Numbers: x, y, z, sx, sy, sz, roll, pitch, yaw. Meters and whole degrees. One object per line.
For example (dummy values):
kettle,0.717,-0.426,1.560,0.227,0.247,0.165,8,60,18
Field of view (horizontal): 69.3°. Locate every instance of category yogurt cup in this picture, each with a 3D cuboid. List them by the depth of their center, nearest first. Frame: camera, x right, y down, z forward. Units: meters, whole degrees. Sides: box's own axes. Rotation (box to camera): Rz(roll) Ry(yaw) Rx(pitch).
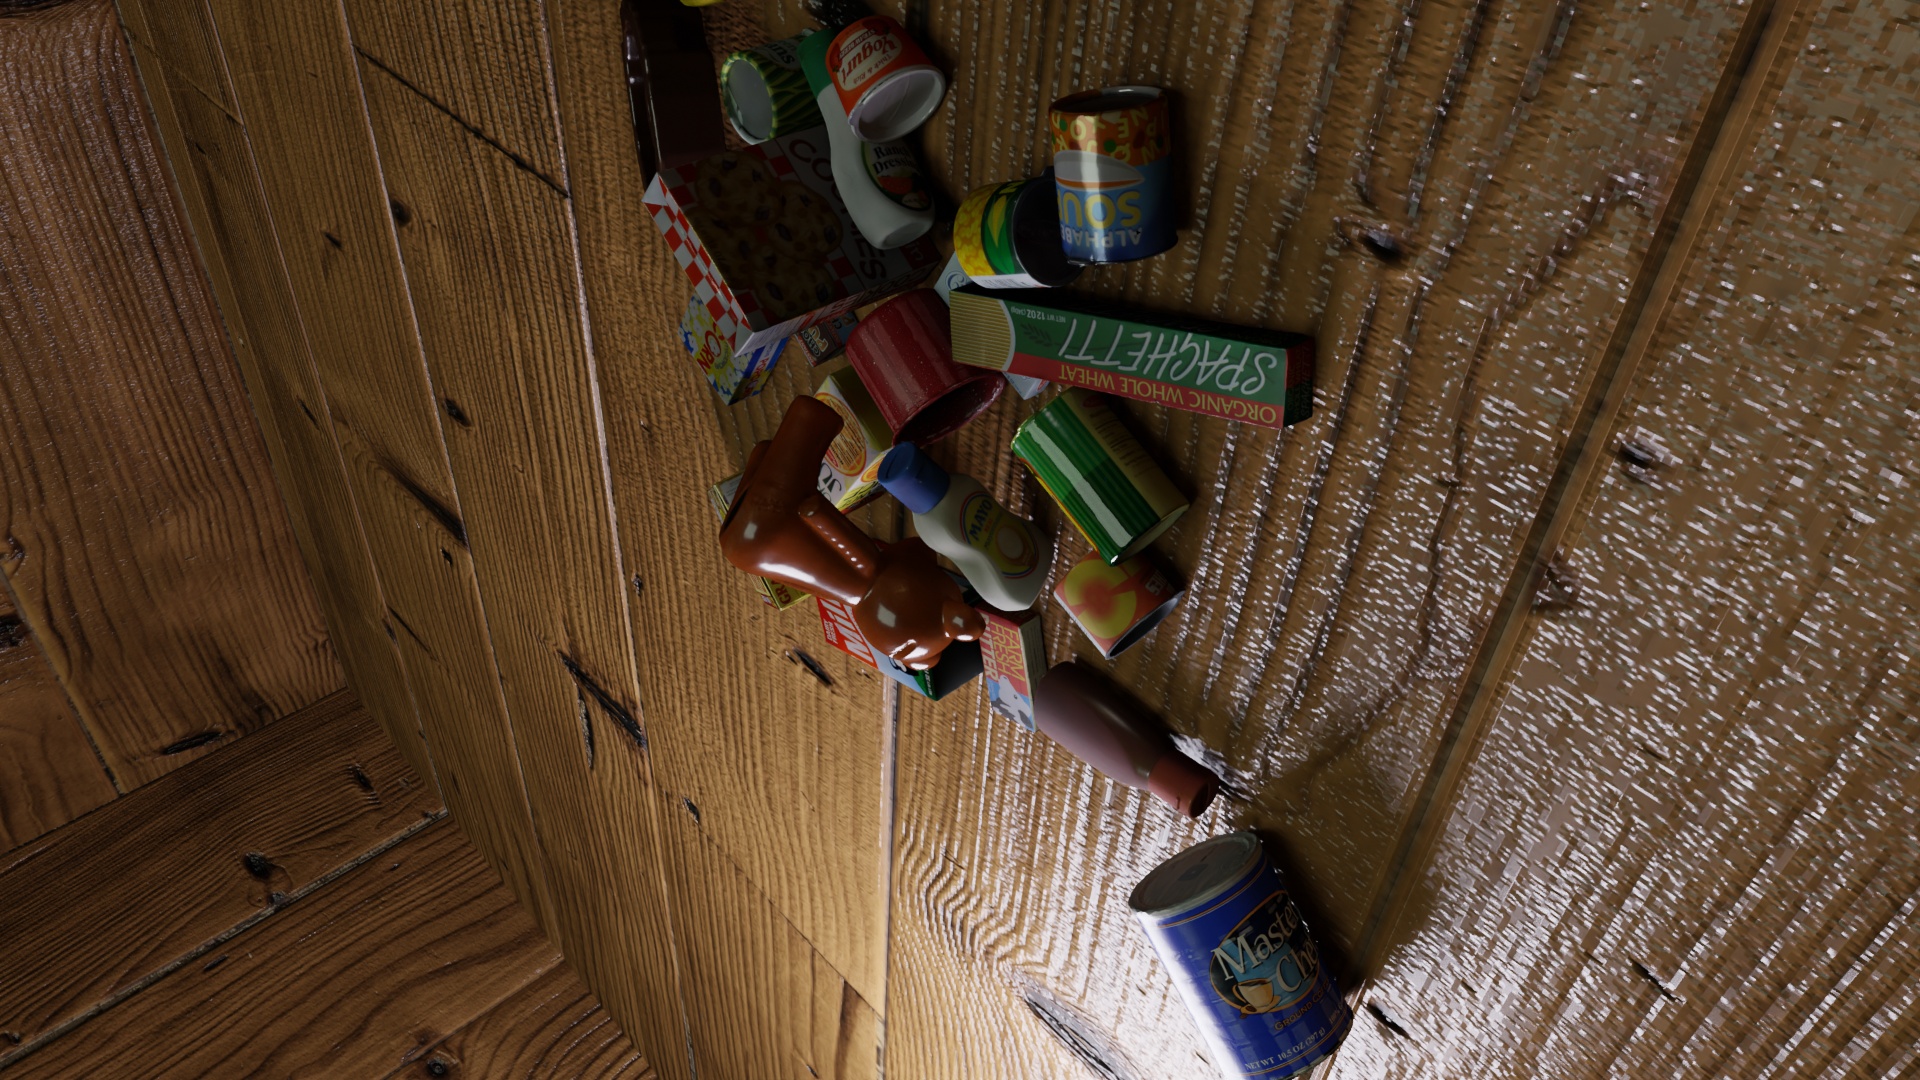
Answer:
yogurt cup,-0.051,-0.298,0.891,0.054,0.073,0.072,60,148,15

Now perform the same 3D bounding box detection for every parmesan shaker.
parmesan shaker,0.088,-0.041,0.890,0.103,0.071,0.071,52,146,13

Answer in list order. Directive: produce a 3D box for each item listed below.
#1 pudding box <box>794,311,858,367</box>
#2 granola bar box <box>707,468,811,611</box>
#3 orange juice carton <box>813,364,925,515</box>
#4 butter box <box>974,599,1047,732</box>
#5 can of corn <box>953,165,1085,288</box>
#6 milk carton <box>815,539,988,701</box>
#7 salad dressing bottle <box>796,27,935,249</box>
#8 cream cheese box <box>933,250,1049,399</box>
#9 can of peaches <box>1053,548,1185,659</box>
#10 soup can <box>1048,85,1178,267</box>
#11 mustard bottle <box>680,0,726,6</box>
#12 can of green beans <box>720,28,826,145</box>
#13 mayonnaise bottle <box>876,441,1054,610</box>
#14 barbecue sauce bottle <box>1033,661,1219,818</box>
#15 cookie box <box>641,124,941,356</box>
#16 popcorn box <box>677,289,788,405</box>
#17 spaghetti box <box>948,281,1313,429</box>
pudding box,-0.116,-0.185,1.093,0.049,0.030,0.083,-23,95,58
granola bar box,-0.185,-0.001,1.266,0.124,0.039,0.165,63,169,-5
orange juice carton,-0.090,-0.071,1.106,0.073,0.072,0.191,56,147,6
butter box,0.043,0.097,1.100,0.053,0.024,0.103,21,130,44
can of corn,0.038,-0.190,0.850,0.058,0.071,0.071,9,122,51
milk carton,-0.060,0.057,1.163,0.191,0.074,0.072,23,131,44
salad dressing bottle,-0.066,-0.272,0.936,0.044,0.064,0.147,-29,83,44
cream cheese box,0.029,-0.151,0.930,0.104,0.024,0.053,52,145,12
can of peaches,0.107,0.035,0.932,0.058,0.071,0.071,50,146,16
soup can,0.084,-0.203,0.773,0.071,0.071,0.083,22,131,44
mustard bottle,-0.133,-0.399,0.927,0.160,0.065,0.048,2,121,46
can of green beans,-0.128,-0.318,0.982,0.071,0.058,0.071,33,138,36
mayonnaise bottle,0.003,-0.012,0.977,0.041,0.065,0.148,-7,141,48
barbecue sauce bottle,0.120,0.149,1.018,0.149,0.044,0.064,32,138,36
cookie box,-0.111,-0.209,0.943,0.123,0.168,0.040,59,144,3
popcorn box,-0.192,-0.183,1.189,0.085,0.038,0.126,55,147,8
spaghetti box,0.094,-0.115,0.837,0.250,0.029,0.050,18,122,38
